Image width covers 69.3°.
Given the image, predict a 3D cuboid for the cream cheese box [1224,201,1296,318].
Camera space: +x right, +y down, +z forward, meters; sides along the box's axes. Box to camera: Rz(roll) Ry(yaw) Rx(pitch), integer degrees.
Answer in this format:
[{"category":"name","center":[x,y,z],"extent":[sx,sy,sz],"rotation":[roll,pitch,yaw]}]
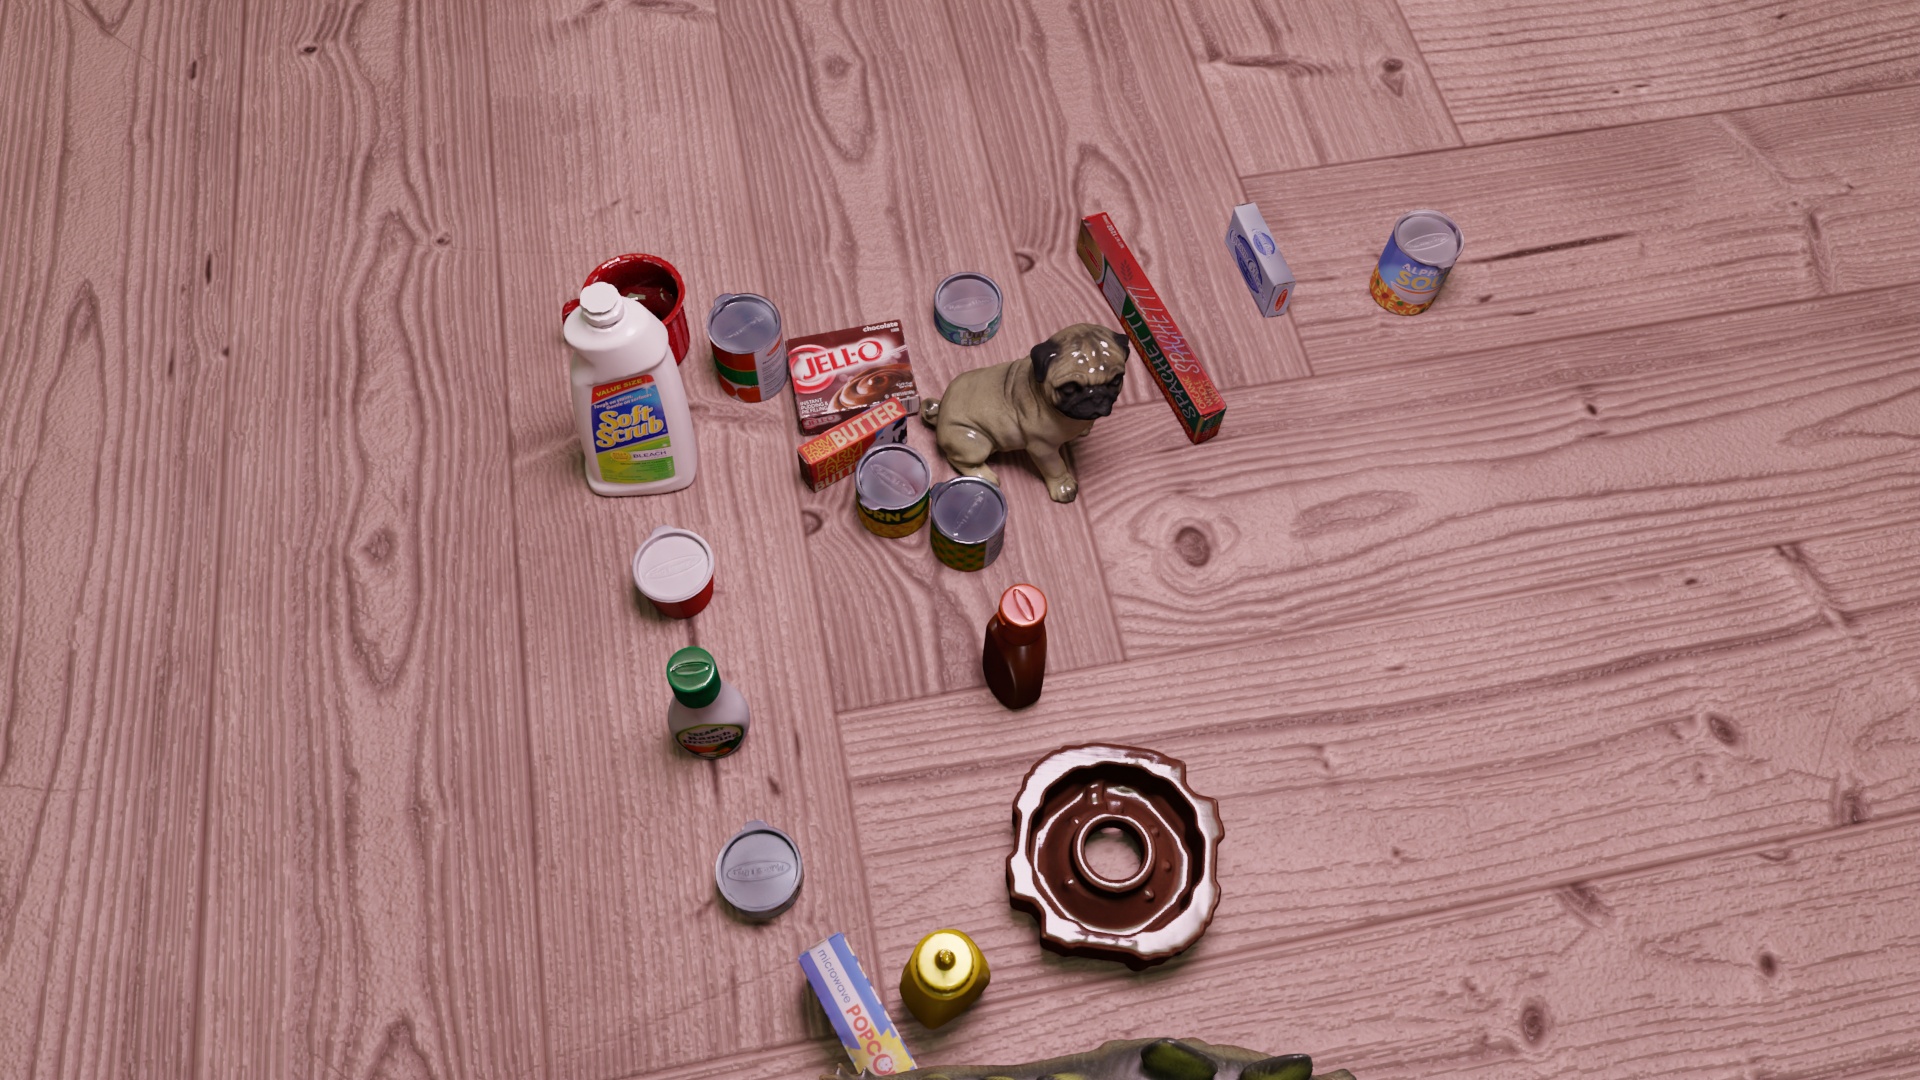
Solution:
[{"category":"cream cheese box","center":[0.291,-0.273,1.355],"extent":[0.024,0.053,0.104],"rotation":[-15,64,-9]}]

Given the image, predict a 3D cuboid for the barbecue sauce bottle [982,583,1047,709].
[{"category":"barbecue sauce bottle","center":[0.045,0.082,1.108],"extent":[0.044,0.148,0.065],"rotation":[-21,66,-12]}]

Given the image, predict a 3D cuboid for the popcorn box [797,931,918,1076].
[{"category":"popcorn box","center":[-0.069,0.352,0.999],"extent":[0.038,0.085,0.127],"rotation":[-28,67,-15]}]

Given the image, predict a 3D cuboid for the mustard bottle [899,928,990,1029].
[{"category":"mustard bottle","center":[-0.011,0.305,0.983],"extent":[0.065,0.159,0.049],"rotation":[-36,69,-18]}]

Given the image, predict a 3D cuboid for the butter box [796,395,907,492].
[{"category":"butter box","center":[-0.096,-0.086,1.244],"extent":[0.104,0.053,0.024],"rotation":[-30,68,-16]}]

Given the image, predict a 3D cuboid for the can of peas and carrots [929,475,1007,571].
[{"category":"can of peas and carrots","center":[0.004,-0.015,1.207],"extent":[0.071,0.058,0.071],"rotation":[1,63,-1]}]

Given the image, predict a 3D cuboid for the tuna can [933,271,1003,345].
[{"category":"tuna can","center":[0.008,-0.219,1.328],"extent":[0.071,0.032,0.071],"rotation":[1,63,-2]}]

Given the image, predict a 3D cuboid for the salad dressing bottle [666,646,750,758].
[{"category":"salad dressing bottle","center":[-0.199,0.126,1.077],"extent":[0.064,0.147,0.044],"rotation":[-6,63,-5]}]

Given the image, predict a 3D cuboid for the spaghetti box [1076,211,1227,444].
[{"category":"spaghetti box","center":[0.178,-0.204,1.316],"extent":[0.029,0.050,0.251],"rotation":[-21,65,-12]}]

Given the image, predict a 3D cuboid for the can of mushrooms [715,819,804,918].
[{"category":"can of mushrooms","center":[-0.154,0.255,1.075],"extent":[0.071,0.033,0.071],"rotation":[1,63,-2]}]

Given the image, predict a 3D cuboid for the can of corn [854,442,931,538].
[{"category":"can of corn","center":[-0.061,-0.041,1.219],"extent":[0.071,0.058,0.071],"rotation":[1,63,-1]}]

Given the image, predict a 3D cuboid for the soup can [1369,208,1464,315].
[{"category":"soup can","center":[0.439,-0.265,1.338],"extent":[0.071,0.083,0.071],"rotation":[1,63,-1]}]

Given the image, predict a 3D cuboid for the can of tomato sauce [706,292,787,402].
[{"category":"can of tomato sauce","center":[-0.195,-0.176,1.271],"extent":[0.071,0.082,0.071],"rotation":[1,63,-1]}]

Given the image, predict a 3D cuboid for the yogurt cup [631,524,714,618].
[{"category":"yogurt cup","center":[-0.240,0.031,1.177],"extent":[0.072,0.053,0.073],"rotation":[1,63,-1]}]
